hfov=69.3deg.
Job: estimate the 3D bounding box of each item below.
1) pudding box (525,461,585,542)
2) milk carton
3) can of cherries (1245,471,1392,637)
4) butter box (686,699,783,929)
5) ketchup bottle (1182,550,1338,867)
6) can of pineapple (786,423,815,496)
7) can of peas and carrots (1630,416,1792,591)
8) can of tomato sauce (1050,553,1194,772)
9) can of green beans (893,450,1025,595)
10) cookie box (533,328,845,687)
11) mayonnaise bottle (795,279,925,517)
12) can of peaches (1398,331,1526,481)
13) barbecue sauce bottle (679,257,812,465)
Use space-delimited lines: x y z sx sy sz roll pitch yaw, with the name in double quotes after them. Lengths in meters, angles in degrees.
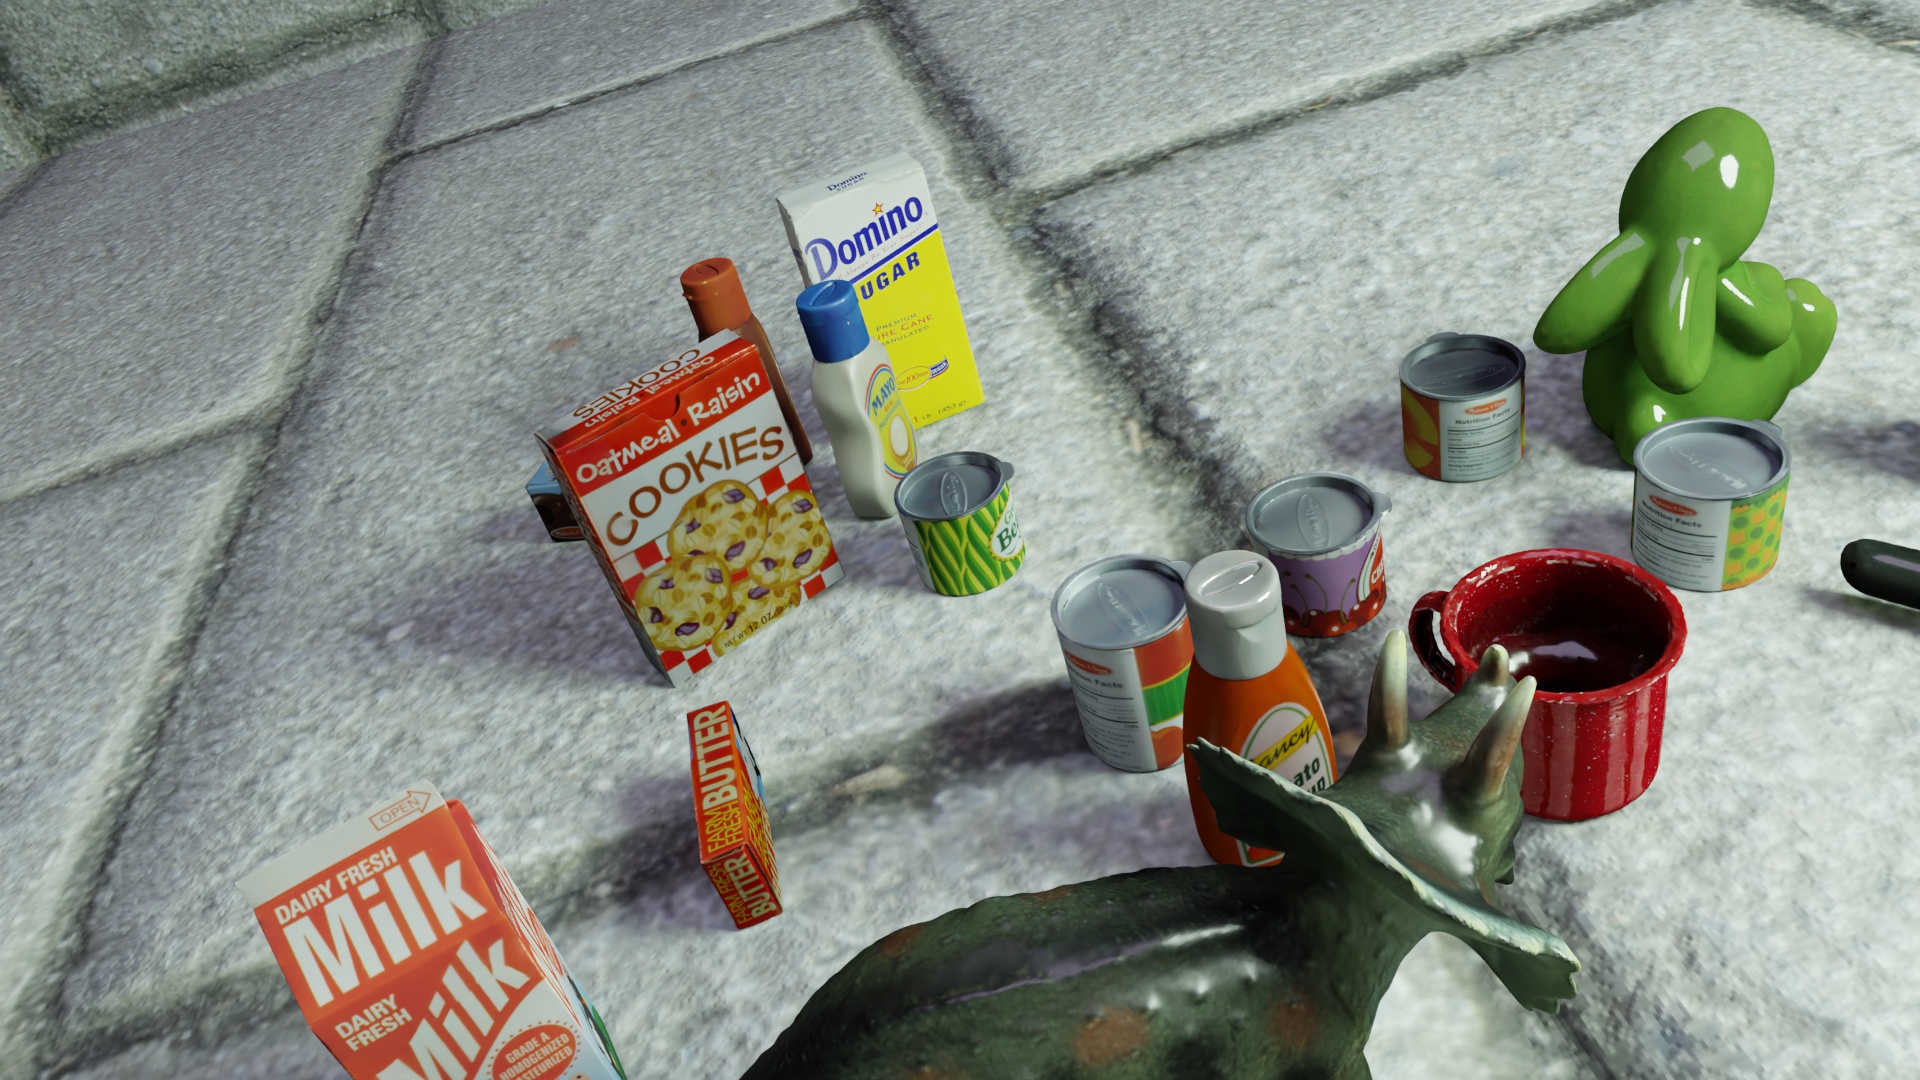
-0.243 -0.029 0.935 0.083 0.049 0.030 -4 38 17 "pudding box"
-0.193 0.172 0.529 0.072 0.189 0.073 -29 38 -16 "milk carton"
0.185 0.007 0.708 0.071 0.058 0.072 -11 36 8 "can of cherries"
-0.109 0.130 0.668 0.024 0.053 0.104 -19 36 -2 "butter box"
0.120 0.071 0.573 0.065 0.148 0.044 -27 37 -13 "ketchup bottle"
-0.135 -0.039 0.898 0.071 0.057 0.071 -11 36 8 "can of pineapple"
0.363 -0.019 0.671 0.071 0.058 0.071 -11 36 8 "can of peas and carrots"
0.085 0.057 0.661 0.071 0.082 0.071 -11 36 8 "can of tomato sauce"
0.001 -0.010 0.805 0.071 0.057 0.071 -11 36 8 "can of green beans"
-0.146 -0.017 0.780 0.123 0.166 0.040 -34 39 -22 "cookie box"
-0.062 -0.088 0.857 0.041 0.147 0.065 3 41 26 "mayonnaise bottle"
0.281 -0.075 0.780 0.071 0.057 0.071 -11 36 8 "can of peaches"
-0.145 -0.115 0.925 0.044 0.147 0.065 -34 39 -21 "barbecue sauce bottle"
